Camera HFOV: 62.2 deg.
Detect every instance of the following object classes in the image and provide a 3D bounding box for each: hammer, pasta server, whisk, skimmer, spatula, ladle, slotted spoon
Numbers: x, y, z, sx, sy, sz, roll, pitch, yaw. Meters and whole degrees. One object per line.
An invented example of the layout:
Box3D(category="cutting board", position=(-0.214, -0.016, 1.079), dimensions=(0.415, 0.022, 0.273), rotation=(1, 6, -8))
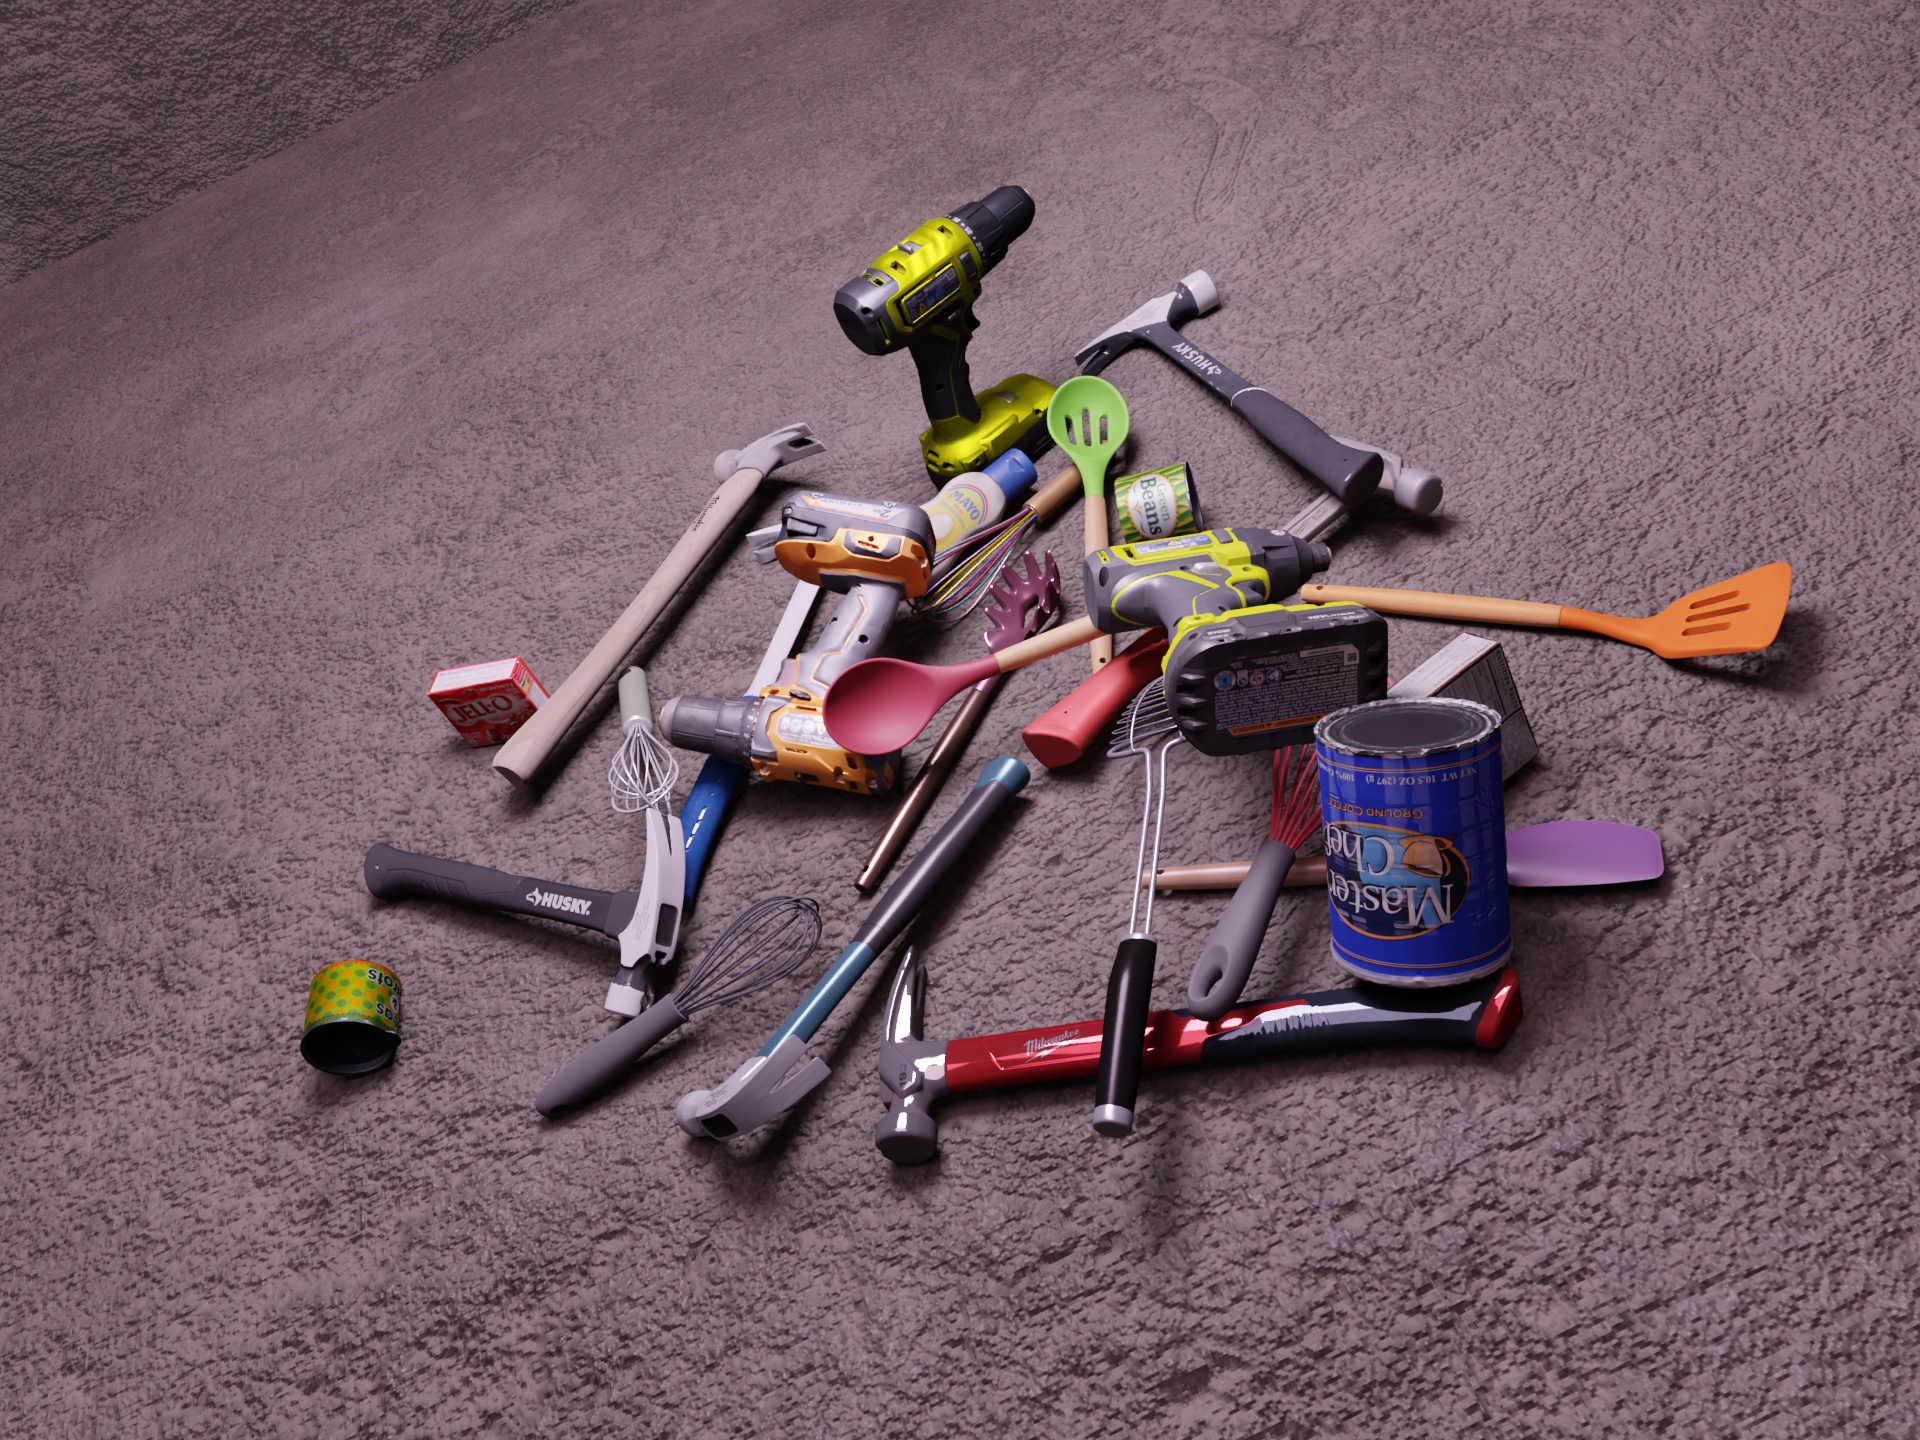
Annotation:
Box3D(category="hammer", position=(0.225, -0.270, 1.312), dimensions=(0.149, 0.036, 0.409), rotation=(-30, 36, -1))
Box3D(category="pasta server", position=(-0.002, -0.004, 1.200), dimensions=(0.060, 0.040, 0.316), rotation=(2, 50, 43))
Box3D(category="hammer", position=(0.136, 0.178, 0.964), dimensions=(0.386, 0.038, 0.143), rotation=(-11, 44, 16))
Box3D(category="whisk", position=(-0.256, 0.011, 1.271), dimensions=(0.058, 0.059, 0.247), rotation=(-36, 28, 4))
Box3D(category="hammer", position=(-0.058, 0.144, 1.063), dimensions=(0.331, 0.033, 0.128), rotation=(-49, 12, -30))
Box3D(category="skimmer", position=(0.135, 0.102, 0.999), dimensions=(0.127, 0.090, 0.364), rotation=(-17, 43, 34))
Box3D(category="whisk", position=(-0.193, 0.197, 1.089), dimensions=(0.239, 0.055, 0.055), rotation=(-36, 44, 1))
Box3D(category="whisk", position=(0.043, -0.159, 1.326), dimensions=(0.051, 0.047, 0.245), rotation=(34, 64, 30))
Box3D(category="hammer", position=(0.184, -0.092, 1.183), dimensions=(0.359, 0.036, 0.149), rotation=(-39, 36, -13))
Box3D(category="hammer", position=(-0.263, -0.107, 1.382), dimensions=(0.146, 0.038, 0.411), rotation=(-8, 42, 50))
Box3D(category="hammer", position=(-0.168, -0.023, 1.297), dimensions=(0.144, 0.035, 0.406), rotation=(0, 50, 25))
Box3D(category="spatula", position=(0.386, -0.080, 1.088), dimensions=(0.323, 0.041, 0.081), rotation=(9, 51, 32))
Box3D(category="hammer", position=(-0.342, 0.126, 1.215), dimensions=(0.335, 0.035, 0.146), rotation=(5, 76, 34))
Box3D(category="spatula", position=(0.268, 0.090, 0.998), dimensions=(0.316, 0.018, 0.060), rotation=(-6, 35, 20))
Box3D(category="ladle", position=(0.051, -0.052, 1.147), dimensions=(0.315, 0.069, 0.031), rotation=(-21, 3, -1))
Box3D(category="whisk", position=(0.206, 0.068, 0.996), dimensions=(0.073, 0.073, 0.296), rotation=(10, 50, 32))
Box3D(category="slotted spoon", position=(0.107, -0.158, 1.281), dimensions=(0.070, 0.031, 0.314), rotation=(1, 55, 0))

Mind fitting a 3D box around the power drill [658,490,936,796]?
Box3D(category="power drill", position=(-0.121, -0.060, 1.225), dimensions=(0.185, 0.084, 0.226), rotation=(8, 70, 11))

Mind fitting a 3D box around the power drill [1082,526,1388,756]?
Box3D(category="power drill", position=(0.185, -0.067, 1.034), dimensions=(0.171, 0.080, 0.223), rotation=(-9, 27, -4))

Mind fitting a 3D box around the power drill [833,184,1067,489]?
Box3D(category="power drill", position=(0.011, -0.322, 1.355), dimensions=(0.190, 0.228, 0.080), rotation=(-40, 45, -14))
